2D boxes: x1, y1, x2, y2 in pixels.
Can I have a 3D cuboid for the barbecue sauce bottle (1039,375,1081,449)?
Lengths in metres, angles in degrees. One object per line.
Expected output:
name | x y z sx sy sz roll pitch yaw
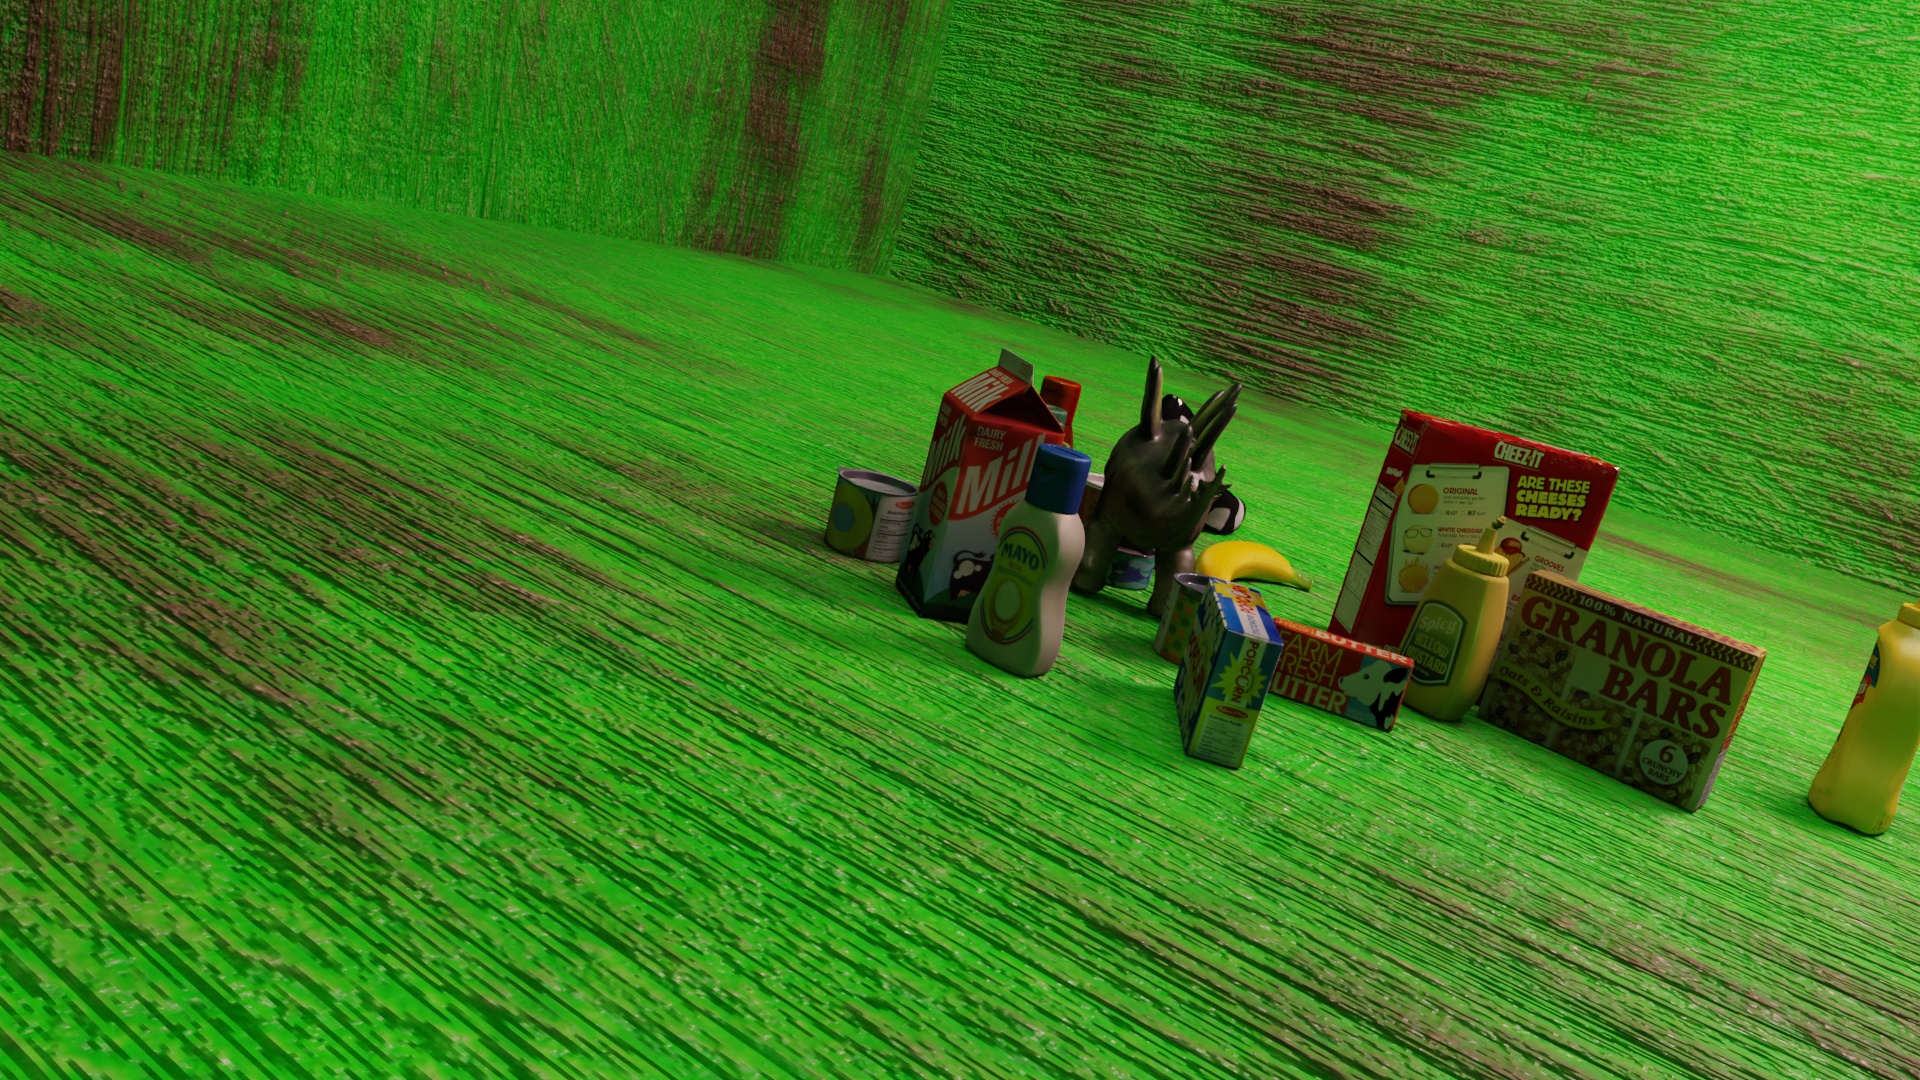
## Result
barbecue sauce bottle | 0.076 -0.076 1.280 0.065 0.148 0.044 24 16 35

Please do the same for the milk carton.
milk carton | 0.017 -0.040 0.992 0.073 0.190 0.072 10 14 -21

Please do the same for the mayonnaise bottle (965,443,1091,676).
mayonnaise bottle | 0.049 0.011 0.912 0.065 0.147 0.041 25 17 36

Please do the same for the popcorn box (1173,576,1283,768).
popcorn box | 0.169 0.082 0.892 0.038 0.085 0.127 15 14 2

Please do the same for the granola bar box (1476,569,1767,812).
granola bar box | 0.489 0.108 1.036 0.166 0.124 0.039 26 17 37

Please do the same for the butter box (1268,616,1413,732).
butter box | 0.269 0.096 1.005 0.103 0.053 0.024 18 14 14

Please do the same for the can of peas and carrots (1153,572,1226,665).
can of peas and carrots | 0.185 0.063 1.037 0.071 0.058 0.071 14 14 -3

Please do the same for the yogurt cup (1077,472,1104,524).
yogurt cup | 0.142 -0.031 1.368 0.072 0.053 0.072 14 14 -3

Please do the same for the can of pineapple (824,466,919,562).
can of pineapple | -0.072 -0.021 1.100 0.071 0.057 0.071 14 14 -3

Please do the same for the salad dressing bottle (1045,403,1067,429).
salad dressing bottle | 0.049 -0.035 1.095 0.064 0.147 0.044 3 18 -40

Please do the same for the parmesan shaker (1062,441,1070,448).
parmesan shaker | 0.052 -0.042 1.216 0.071 0.102 0.071 14 14 -3

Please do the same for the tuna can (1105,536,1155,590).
tuna can | 0.140 0.018 1.219 0.071 0.032 0.071 14 14 -3

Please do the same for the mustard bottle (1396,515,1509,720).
mustard bottle | 0.379 0.055 1.055 0.049 0.159 0.065 4 17 -39
